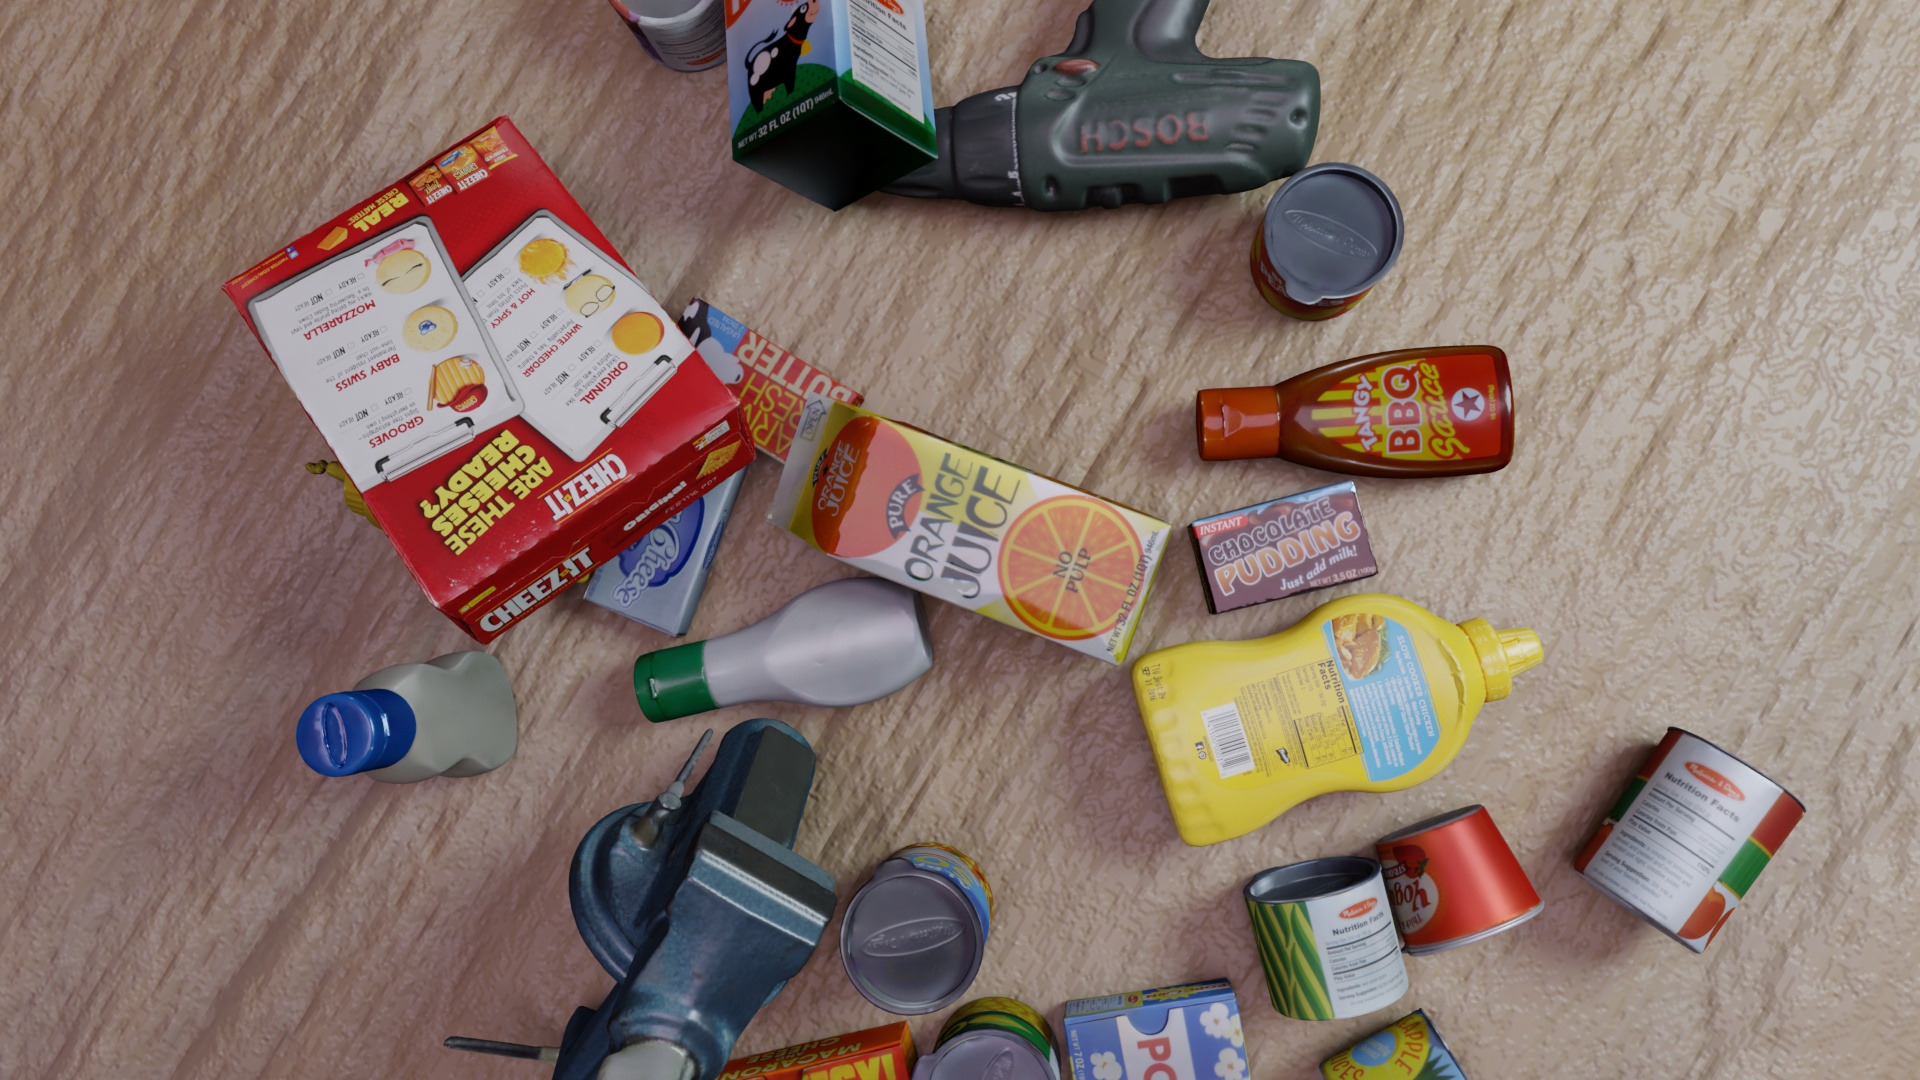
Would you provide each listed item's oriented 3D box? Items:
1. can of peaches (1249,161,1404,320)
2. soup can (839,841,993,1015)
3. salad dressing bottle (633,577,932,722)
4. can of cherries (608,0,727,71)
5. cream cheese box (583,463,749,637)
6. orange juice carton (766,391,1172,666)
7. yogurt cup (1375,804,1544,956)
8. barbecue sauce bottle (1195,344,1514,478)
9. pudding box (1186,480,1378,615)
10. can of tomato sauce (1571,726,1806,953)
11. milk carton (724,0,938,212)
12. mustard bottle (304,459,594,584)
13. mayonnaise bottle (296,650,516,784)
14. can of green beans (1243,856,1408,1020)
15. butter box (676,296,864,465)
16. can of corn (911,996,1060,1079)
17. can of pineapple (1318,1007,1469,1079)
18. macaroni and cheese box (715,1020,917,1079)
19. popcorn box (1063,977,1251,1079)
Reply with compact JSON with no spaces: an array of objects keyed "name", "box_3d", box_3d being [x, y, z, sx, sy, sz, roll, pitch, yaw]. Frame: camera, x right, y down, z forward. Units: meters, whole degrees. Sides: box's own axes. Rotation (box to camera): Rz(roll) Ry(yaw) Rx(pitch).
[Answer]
[{"name":"can of peaches","box_3d":[0.178,-0.144,0.689,0.071,0.058,0.071,0,87,5]},{"name":"soup can","box_3d":[-0.019,0.182,0.671,0.071,0.084,0.071,0,87,5]},{"name":"salad dressing bottle","box_3d":[-0.090,0.059,0.706,0.148,0.044,0.064,-13,87,5]},{"name":"can of cherries","box_3d":[-0.149,-0.290,0.726,0.071,0.058,0.071,0,87,5]},{"name":"cream cheese box","box_3d":[-0.152,-0.007,0.725,0.053,0.024,0.104,20,88,5]},{"name":"orange juice carton","box_3d":[0.002,-0.009,0.685,0.193,0.073,0.071,21,95,6]},{"name":"yogurt cup","box_3d":[0.234,0.160,0.662,0.072,0.072,0.054,-22,77,3]},{"name":"barbecue sauce bottle","box_3d":[0.193,-0.061,0.689,0.148,0.043,0.065,-3,87,5]},{"name":"pudding box","box_3d":[0.160,0.004,0.694,0.084,0.030,0.049,-14,84,4]},{"name":"can of tomato sauce","box_3d":[0.341,0.141,0.654,0.071,0.071,0.083,35,91,6]},{"name":"milk carton","box_3d":[-0.068,-0.270,0.688,0.072,0.073,0.191,-17,69,35]},{"name":"mustard bottle","box_3d":[-0.264,-0.022,0.723,0.160,0.048,0.065,15,79,6]},{"name":"mayonnaise bottle","box_3d":[-0.261,0.087,0.666,0.041,0.148,0.065,-12,86,4]},{"name":"can of green beans","box_3d":[0.174,0.189,0.662,0.071,0.071,0.058,-14,88,4]},{"name":"butter box","box_3d":[-0.107,-0.079,0.726,0.103,0.024,0.053,31,90,6]},{"name":"can of corn","box_3d":[0.014,0.262,0.676,0.071,0.058,0.071,0,87,5]},{"name":"can of pineapple","box_3d":[0.210,0.263,0.655,0.058,0.071,0.071,-30,85,3]},{"name":"macaroni and cheese box","box_3d":[-0.066,0.338,0.687,0.124,0.040,0.166,-14,85,3]},{"name":"popcorn box","box_3d":[0.102,0.285,0.677,0.085,0.038,0.126,-10,86,5]}]
